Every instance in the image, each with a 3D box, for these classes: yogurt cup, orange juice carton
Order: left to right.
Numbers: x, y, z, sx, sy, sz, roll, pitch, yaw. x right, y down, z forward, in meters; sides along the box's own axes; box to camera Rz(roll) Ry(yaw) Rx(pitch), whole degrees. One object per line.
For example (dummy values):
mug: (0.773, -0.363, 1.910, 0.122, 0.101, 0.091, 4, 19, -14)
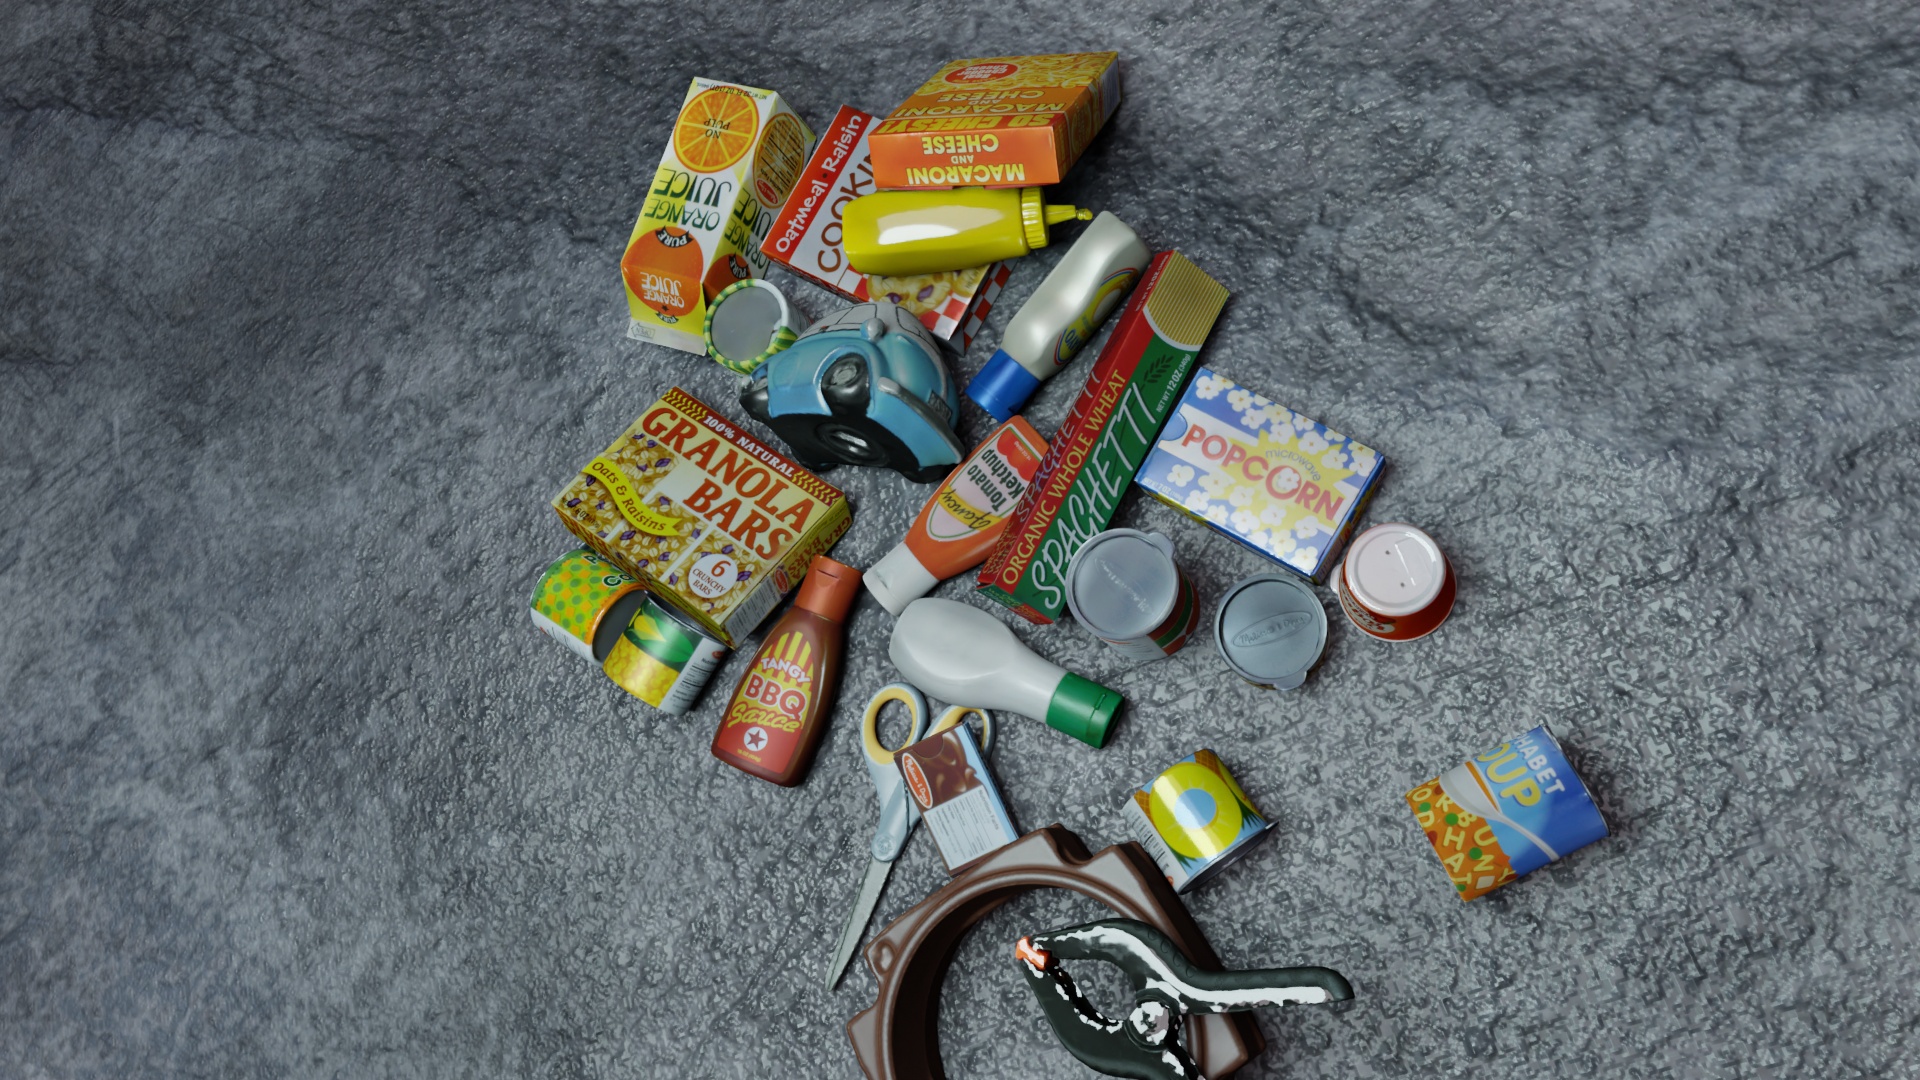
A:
orange juice carton: (-0.180, -0.229, 1.005, 0.072, 0.073, 0.193, 17, 83, 22)
yogurt cup: (0.252, 0.022, 0.804, 0.072, 0.054, 0.072, -4, 75, 17)

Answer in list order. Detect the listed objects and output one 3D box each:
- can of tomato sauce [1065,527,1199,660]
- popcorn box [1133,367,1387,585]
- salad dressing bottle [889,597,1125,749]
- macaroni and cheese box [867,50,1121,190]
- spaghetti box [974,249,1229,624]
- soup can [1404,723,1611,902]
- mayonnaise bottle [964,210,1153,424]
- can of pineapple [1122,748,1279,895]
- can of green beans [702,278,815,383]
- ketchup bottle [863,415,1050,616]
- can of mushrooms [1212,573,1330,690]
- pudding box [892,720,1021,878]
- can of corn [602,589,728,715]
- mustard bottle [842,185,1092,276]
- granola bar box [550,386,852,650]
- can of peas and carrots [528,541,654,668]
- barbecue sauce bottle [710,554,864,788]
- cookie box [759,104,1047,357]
can of tomato sauce: (0.106, 0.032, 0.835, 0.071, 0.083, 0.071, -5, 75, 18)
popcorn box: (0.184, -0.039, 0.851, 0.127, 0.038, 0.085, 30, 88, 23)
salad dressing bottle: (0.029, 0.084, 0.867, 0.148, 0.043, 0.064, 23, 56, 19)
macaroni and cheese box: (0.027, -0.276, 0.911, 0.124, 0.040, 0.167, 3, 35, 20)
spaghetti box: (0.090, -0.065, 0.865, 0.050, 0.028, 0.250, 33, 77, -17)
soup can: (0.292, 0.145, 0.749, 0.083, 0.071, 0.071, -29, 69, 10)
mayonnaise bottle: (0.063, -0.143, 0.908, 0.041, 0.065, 0.148, 42, 96, 20)
can of pineapple: (0.137, 0.161, 0.801, 0.071, 0.071, 0.058, -38, 68, 7)
can of green beans: (-0.139, -0.143, 0.977, 0.071, 0.057, 0.071, -5, 75, 18)
ketchup bottle: (0.003, -0.011, 0.903, 0.148, 0.043, 0.065, -41, 63, 5)
can of mushrooms: (0.186, 0.057, 0.828, 0.071, 0.033, 0.071, -5, 74, 17)
pudding box: (-0.001, 0.158, 0.854, 0.049, 0.030, 0.084, -26, 85, 3)
can of corn: (-0.200, 0.076, 0.937, 0.071, 0.071, 0.058, 31, 89, 23)
mustard bottle: (0.006, -0.205, 0.901, 0.160, 0.065, 0.049, -5, 83, 10)
granola bar box: (-0.176, -0.020, 0.946, 0.166, 0.039, 0.124, 32, 66, 23)
can of peas and carrots: (-0.252, 0.045, 0.963, 0.059, 0.071, 0.071, 28, 87, 22)
barbecue sauce bottle: (-0.108, 0.083, 0.916, 0.065, 0.043, 0.148, 21, 83, 15)
cookie box: (-0.041, -0.219, 0.974, 0.168, 0.040, 0.123, 28, 87, 22)
